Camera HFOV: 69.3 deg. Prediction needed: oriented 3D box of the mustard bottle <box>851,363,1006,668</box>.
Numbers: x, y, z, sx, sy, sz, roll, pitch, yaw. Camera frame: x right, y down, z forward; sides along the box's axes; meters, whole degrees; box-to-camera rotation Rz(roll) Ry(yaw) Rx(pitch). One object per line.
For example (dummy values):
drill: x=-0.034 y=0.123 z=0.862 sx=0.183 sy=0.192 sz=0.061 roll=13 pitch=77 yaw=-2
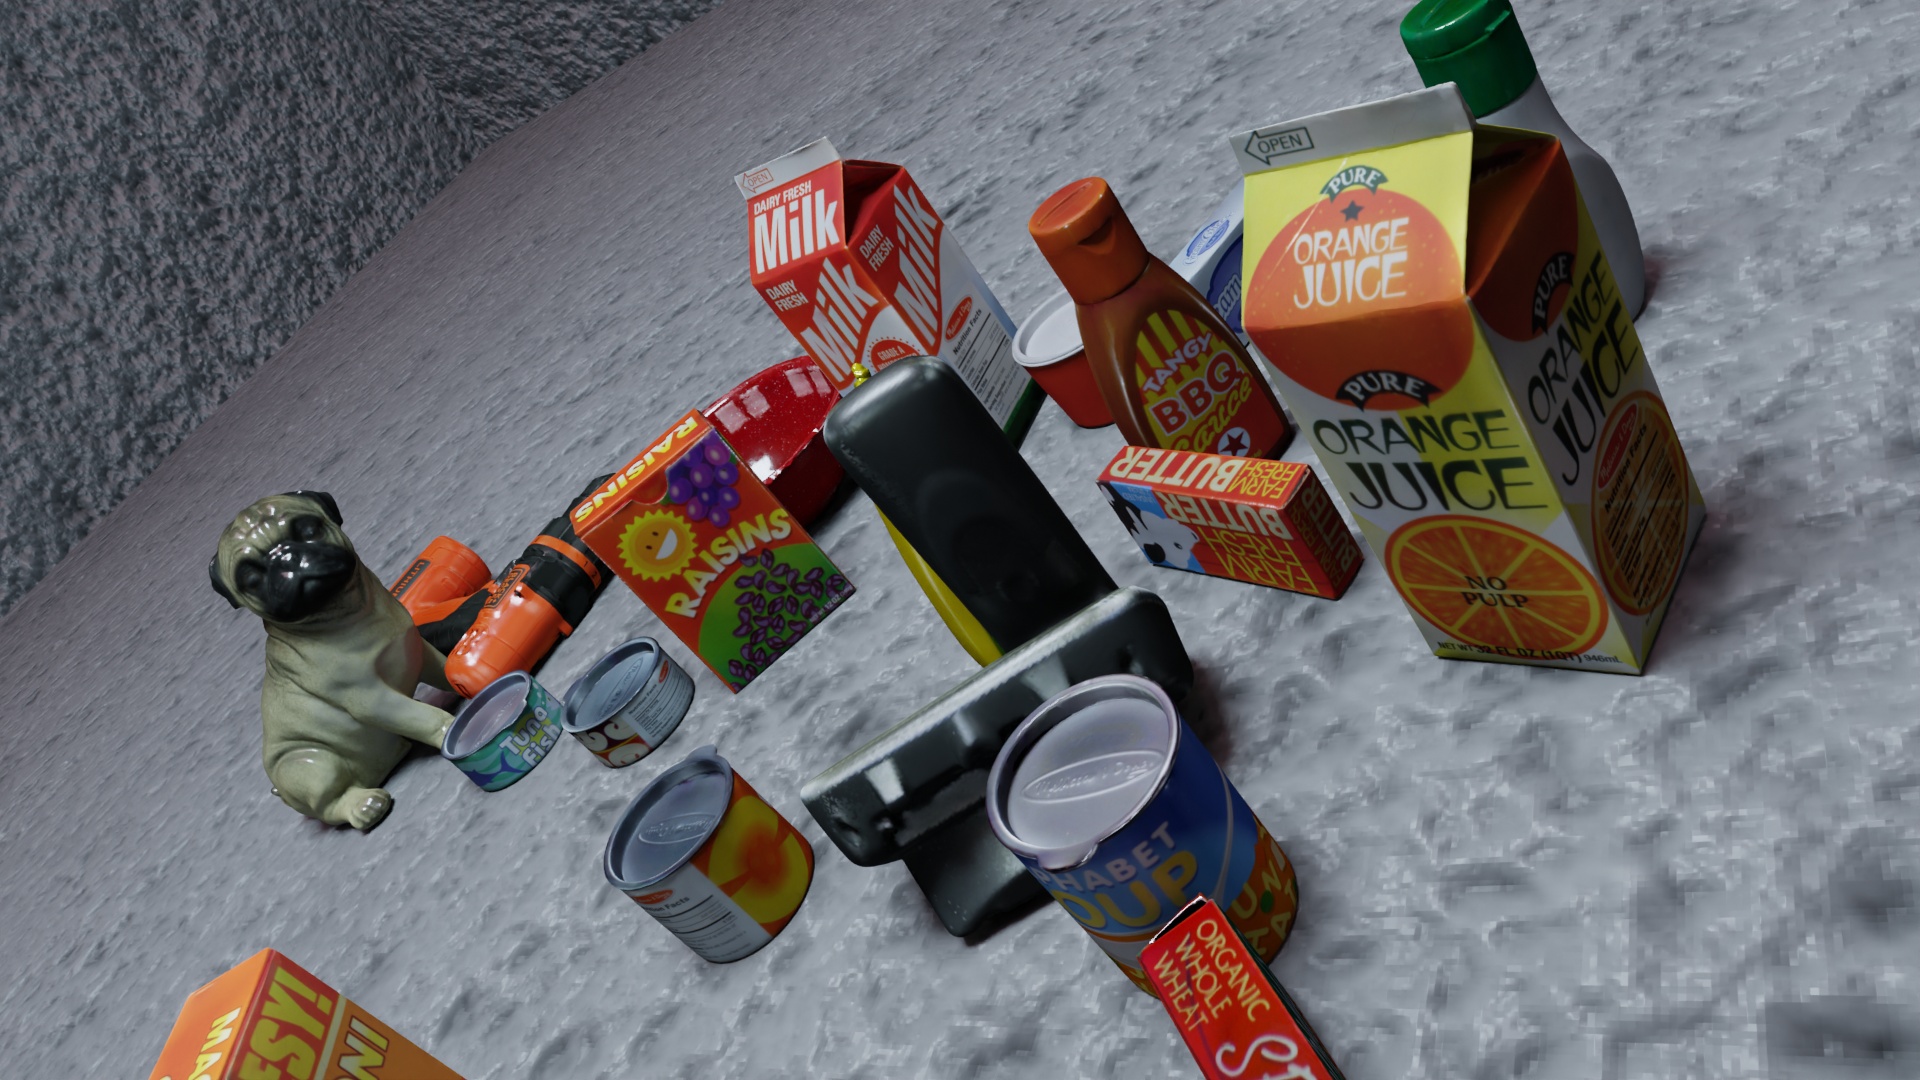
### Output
mustard bottle: x=0.002 y=-0.007 z=0.554 sx=0.065 sy=0.159 sz=0.049 roll=-42 pitch=29 yaw=-7

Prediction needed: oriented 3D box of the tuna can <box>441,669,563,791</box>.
tuna can: x=-0.265 y=0.111 z=0.810 sx=0.071 sy=0.032 sz=0.071 roll=-27 pitch=31 yaw=18

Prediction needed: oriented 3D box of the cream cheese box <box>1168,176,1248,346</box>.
cream cheese box: x=0.134 y=-0.130 z=0.691 sx=0.104 sy=0.053 sz=0.024 roll=-50 pitch=31 yaw=-20

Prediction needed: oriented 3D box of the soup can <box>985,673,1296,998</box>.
soup can: x=0.056 y=0.095 z=0.429 sx=0.071 sy=0.083 sz=0.072 roll=-28 pitch=31 yaw=18

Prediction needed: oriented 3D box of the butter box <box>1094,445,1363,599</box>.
butter box: x=0.105 y=-0.009 z=0.553 sx=0.024 sy=0.053 sz=0.103 roll=-50 pitch=31 yaw=-19

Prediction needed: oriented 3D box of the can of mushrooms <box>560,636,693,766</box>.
can of mushrooms: x=-0.181 y=0.087 z=0.751 sx=0.071 sy=0.033 sz=0.071 roll=-27 pitch=31 yaw=18

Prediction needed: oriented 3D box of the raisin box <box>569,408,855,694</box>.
raisin box: x=-0.126 y=0.007 z=0.713 sx=0.086 sy=0.123 sz=0.040 roll=-40 pitch=29 yaw=-4

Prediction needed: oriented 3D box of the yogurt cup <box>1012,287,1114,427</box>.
yogurt cup: x=0.068 y=-0.095 z=0.714 sx=0.072 sy=0.053 sz=0.073 roll=-27 pitch=31 yaw=18

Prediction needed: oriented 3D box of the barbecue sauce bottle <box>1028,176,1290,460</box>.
barbecue sauce bottle: x=0.081 y=-0.083 z=0.586 sx=0.065 sy=0.148 sz=0.044 roll=-40 pitch=29 yaw=-3

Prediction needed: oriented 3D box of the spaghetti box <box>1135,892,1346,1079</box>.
spaghetti box: x=0.105 y=0.174 z=0.299 sx=0.028 sy=0.050 sz=0.251 roll=-37 pitch=29 yaw=2

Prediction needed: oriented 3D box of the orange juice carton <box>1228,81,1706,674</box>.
orange juice carton: x=0.152 y=-0.050 z=0.418 sx=0.072 sy=0.192 sz=0.073 roll=1 pitch=48 yaw=49

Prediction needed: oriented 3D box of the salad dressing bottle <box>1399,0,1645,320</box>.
salad dressing bottle: x=0.211 y=-0.139 z=0.523 sx=0.064 sy=0.147 sz=0.044 roll=-45 pitch=30 yaw=-11

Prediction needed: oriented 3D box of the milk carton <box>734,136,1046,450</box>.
milk carton: x=-0.039 y=-0.124 z=0.732 sx=0.072 sy=0.190 sz=0.074 roll=-11 pitch=39 yaw=40

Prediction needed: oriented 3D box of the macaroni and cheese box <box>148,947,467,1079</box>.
macaroni and cheese box: x=-0.177 y=0.221 z=0.423 sx=0.040 sy=0.166 sz=0.124 roll=-31 pitch=30 yaw=13

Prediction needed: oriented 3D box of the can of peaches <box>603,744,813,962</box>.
can of peaches: x=-0.103 y=0.131 z=0.580 sx=0.071 sy=0.058 sz=0.071 roll=-27 pitch=31 yaw=18
